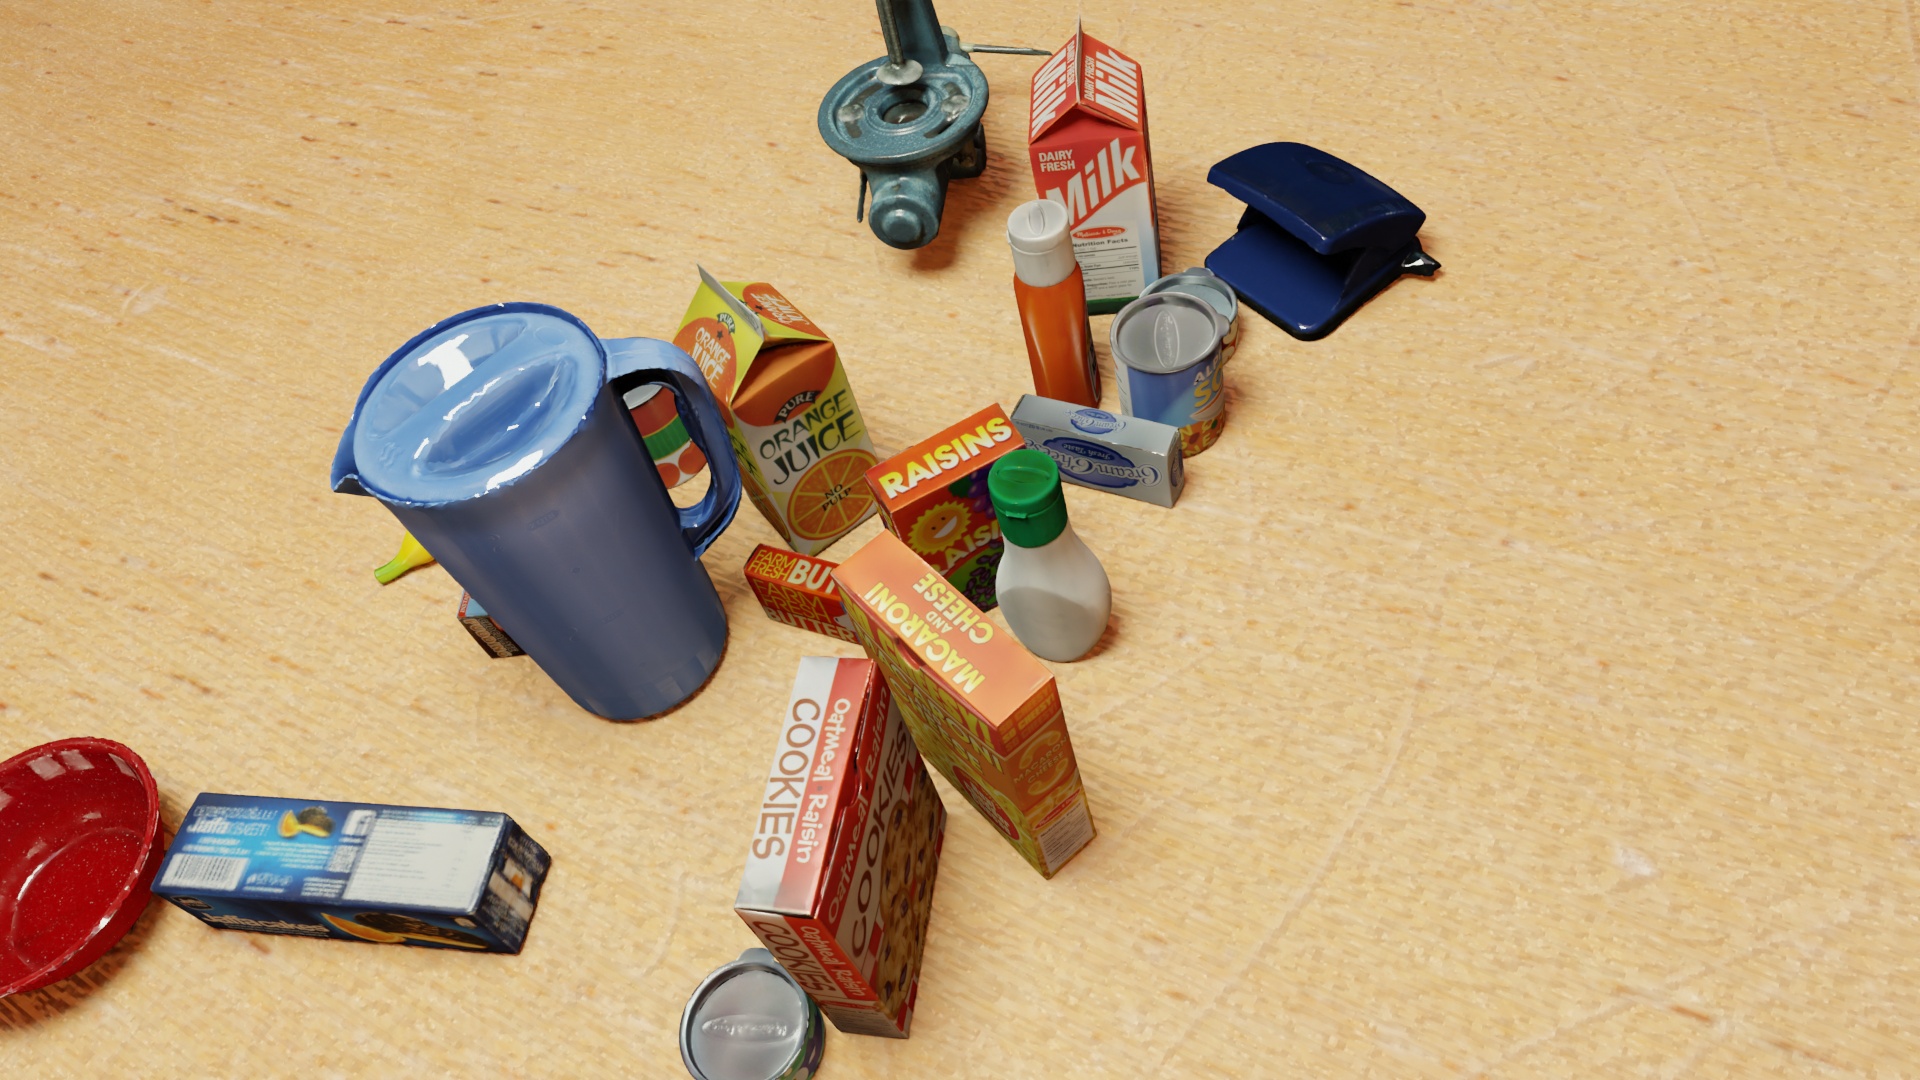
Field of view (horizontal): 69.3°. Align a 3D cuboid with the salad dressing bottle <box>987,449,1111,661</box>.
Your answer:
[{"bbox_3d":[0.046,0.010,0.752,0.064,0.147,0.044,8,56,19],"label":"salad dressing bottle"}]

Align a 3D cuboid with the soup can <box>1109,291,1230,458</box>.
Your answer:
[{"bbox_3d":[0.132,-0.100,0.855,0.071,0.083,0.072,-7,53,9],"label":"soup can"}]

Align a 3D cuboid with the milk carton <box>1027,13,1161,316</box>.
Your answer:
[{"bbox_3d":[0.087,-0.239,0.901,0.073,0.189,0.073,-4,53,11],"label":"milk carton"}]

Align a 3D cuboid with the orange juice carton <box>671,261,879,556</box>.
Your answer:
[{"bbox_3d":[-0.109,-0.081,0.828,0.073,0.191,0.072,-36,54,-13],"label":"orange juice carton"}]

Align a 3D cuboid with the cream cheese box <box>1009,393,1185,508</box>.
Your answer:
[{"bbox_3d":[0.085,-0.055,0.851,0.104,0.053,0.024,15,59,23],"label":"cream cheese box"}]

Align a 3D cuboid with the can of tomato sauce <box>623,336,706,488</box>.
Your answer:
[{"bbox_3d":[-0.211,-0.082,0.923,0.071,0.082,0.071,-7,53,9],"label":"can of tomato sauce"}]

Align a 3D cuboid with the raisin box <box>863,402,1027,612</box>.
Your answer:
[{"bbox_3d":[0.003,-0.010,0.793,0.086,0.122,0.040,-28,53,-7],"label":"raisin box"}]

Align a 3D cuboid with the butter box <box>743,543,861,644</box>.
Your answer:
[{"bbox_3d":[-0.074,0.036,0.821,0.103,0.053,0.024,14,59,22],"label":"butter box"}]

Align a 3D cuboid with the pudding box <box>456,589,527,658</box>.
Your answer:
[{"bbox_3d":[-0.288,0.026,0.882,0.030,0.049,0.084,-6,53,9],"label":"pudding box"}]

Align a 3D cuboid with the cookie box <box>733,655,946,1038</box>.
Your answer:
[{"bbox_3d":[-0.049,0.149,0.658,0.040,0.166,0.123,1,54,14],"label":"cookie box"}]

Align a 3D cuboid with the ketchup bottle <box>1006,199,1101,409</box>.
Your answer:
[{"bbox_3d":[0.058,-0.143,0.863,0.043,0.148,0.065,-10,52,6],"label":"ketchup bottle"}]

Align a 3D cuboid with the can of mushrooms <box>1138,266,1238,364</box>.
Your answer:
[{"bbox_3d":[0.150,-0.144,0.914,0.071,0.033,0.071,-7,53,9],"label":"can of mushrooms"}]

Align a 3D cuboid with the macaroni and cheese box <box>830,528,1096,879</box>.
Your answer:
[{"bbox_3d":[0.004,0.086,0.693,0.040,0.165,0.124,-39,55,-16],"label":"macaroni and cheese box"}]

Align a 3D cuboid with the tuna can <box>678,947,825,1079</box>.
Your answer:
[{"bbox_3d":[-0.102,0.241,0.687,0.071,0.032,0.071,-7,53,9],"label":"tuna can"}]
